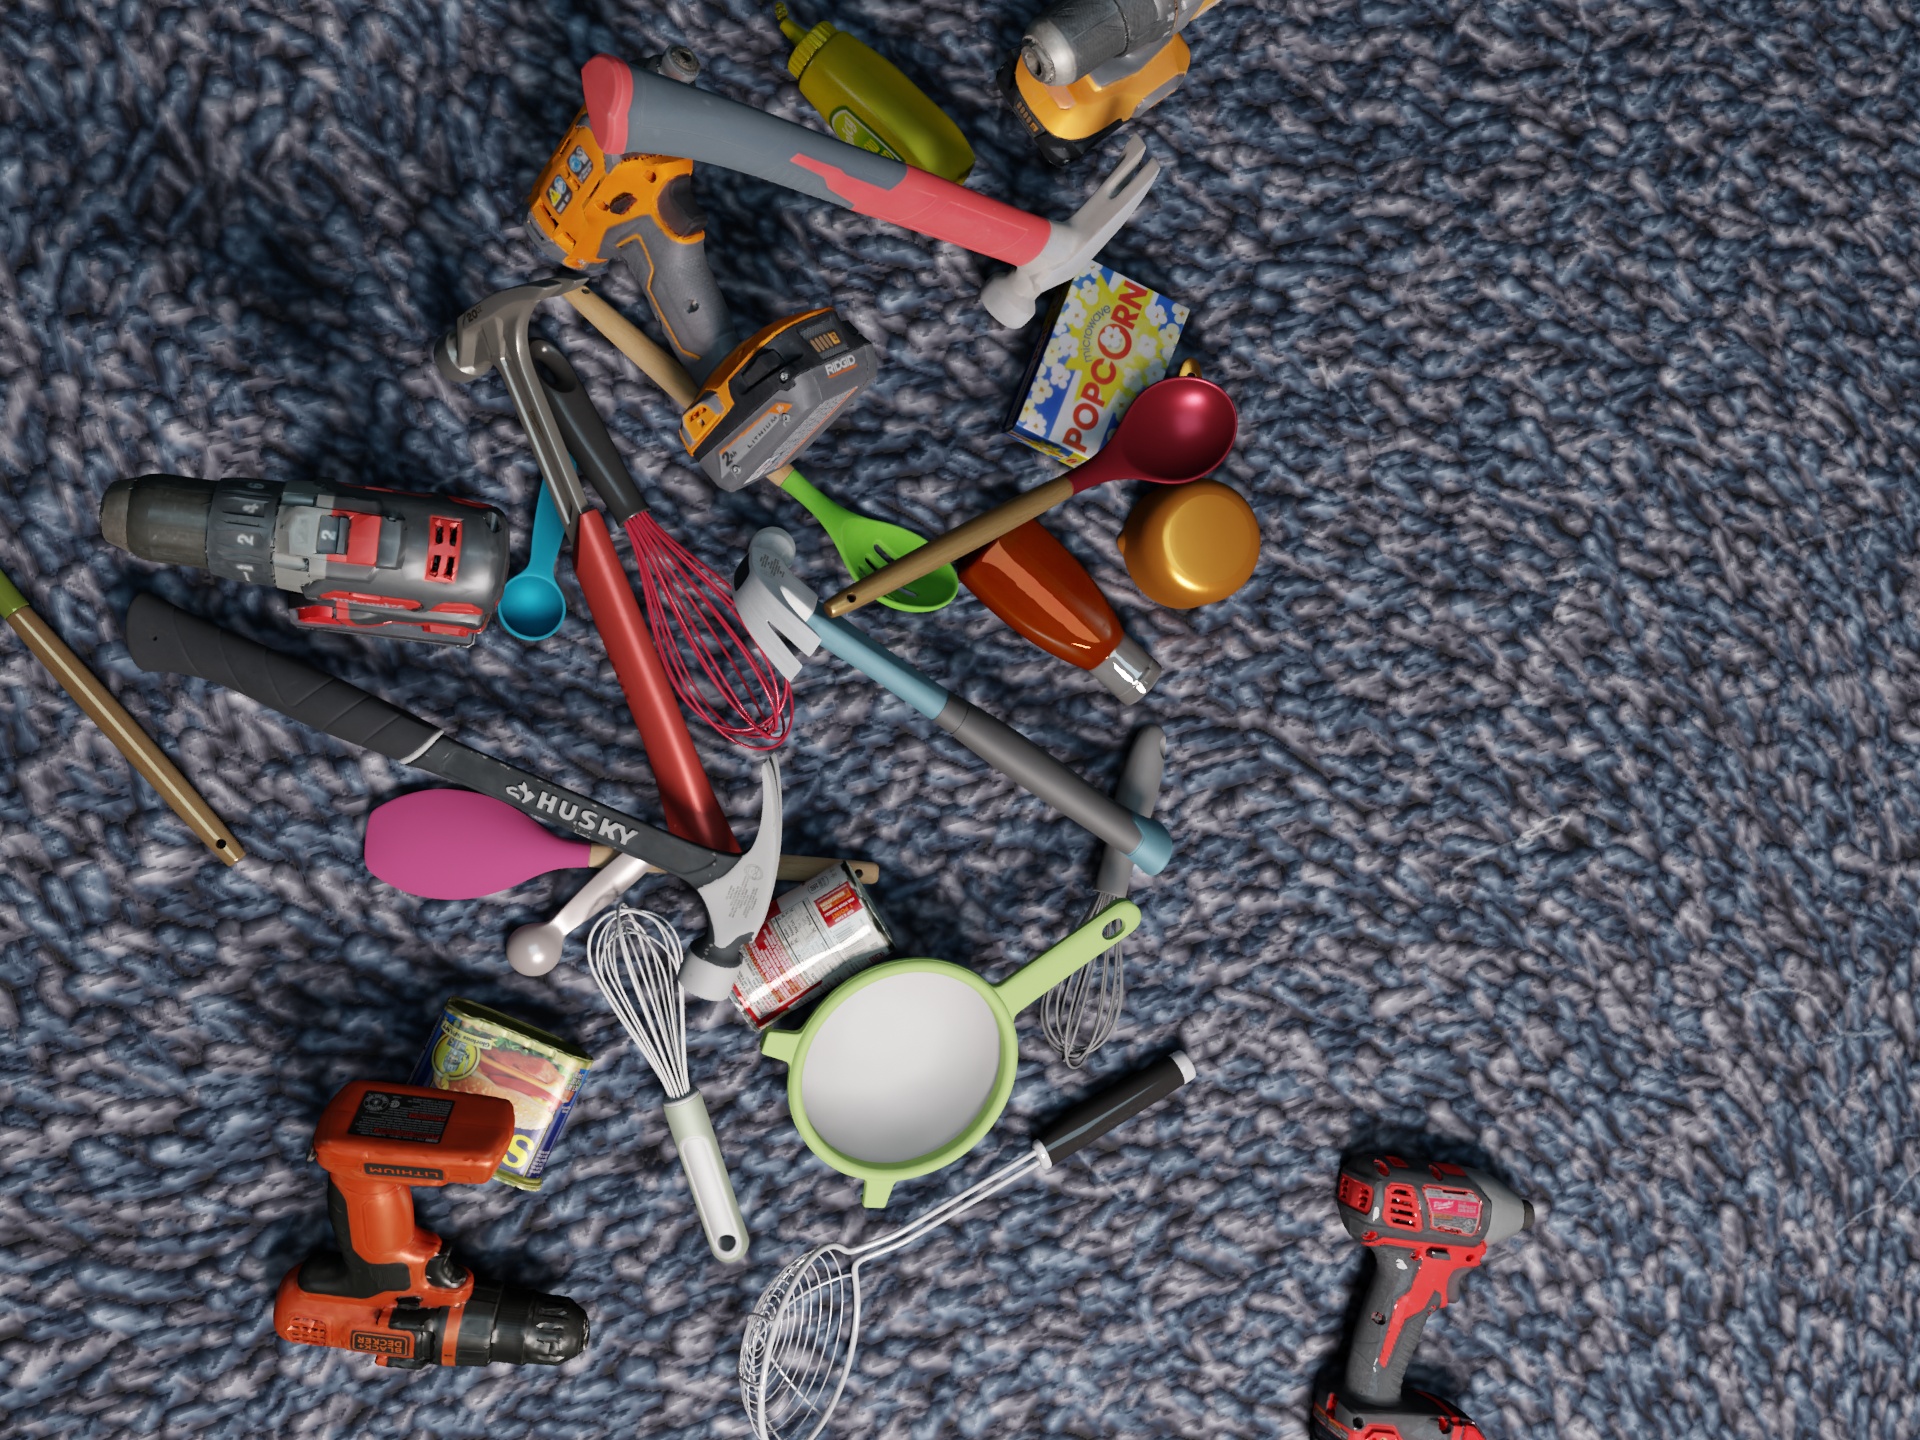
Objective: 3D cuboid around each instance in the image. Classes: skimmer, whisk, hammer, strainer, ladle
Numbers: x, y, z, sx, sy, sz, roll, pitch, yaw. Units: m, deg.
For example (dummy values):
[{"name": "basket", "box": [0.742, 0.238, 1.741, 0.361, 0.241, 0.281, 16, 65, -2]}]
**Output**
[{"name": "skimmer", "box": [0.016, 0.333, 1.029, 0.363, 0.090, 0.127, -28, 131, -15]}, {"name": "whisk", "box": [-0.178, 0.230, 1.001, 0.058, 0.059, 0.246, -16, 99, -2]}, {"name": "hammer", "box": [-0.295, 0.019, 0.930, 0.409, 0.036, 0.149, 24, 102, -1]}, {"name": "strainer", "box": [0.000, 0.184, 1.028, 0.256, 0.069, 0.151, -33, 113, -10]}, {"name": "ladle", "box": [0.048, -0.137, 1.005, 0.315, 0.031, 0.069, -30, 93, -22]}, {"name": "whisk", "box": [-0.192, -0.109, 0.991, 0.073, 0.073, 0.296, -32, 92, -12]}, {"name": "hammer", "box": [-0.002, -0.003, 1.005, 0.331, 0.128, 0.033, 34, 112, -13]}, {"name": "hammer", "box": [-0.204, -0.077, 0.943, 0.037, 0.149, 0.359, -30, 105, -39]}, {"name": "hammer", "box": [-0.039, -0.310, 0.886, 0.386, 0.143, 0.038, -2, 57, -51]}, {"name": "ladle", "box": [-0.523, -0.041, 0.907, 0.078, 0.062, 0.320, -39, 102, -11]}, {"name": "whisk", "box": [0.103, 0.117, 1.074, 0.055, 0.055, 0.239, 18, 81, -14]}]

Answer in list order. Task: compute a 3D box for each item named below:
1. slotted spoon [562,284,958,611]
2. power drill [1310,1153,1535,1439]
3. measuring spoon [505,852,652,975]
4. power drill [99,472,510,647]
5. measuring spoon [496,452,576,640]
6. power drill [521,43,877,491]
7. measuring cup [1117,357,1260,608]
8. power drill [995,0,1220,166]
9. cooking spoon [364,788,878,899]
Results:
[{"name": "slotted spoon", "box": [-0.130, -0.174, 1.018, 0.313, 0.031, 0.070, 41, 46, -8]}, {"name": "power drill", "box": [0.328, 0.421, 1.119, 0.143, 0.078, 0.220, 10, 85, -15]}, {"name": "measuring spoon", "box": [-0.231, 0.115, 0.989, 0.124, 0.018, 0.034, -41, 111, 0]}, {"name": "power drill", "box": [-0.340, -0.091, 0.863, 0.187, 0.227, 0.080, 6, 89, -15]}, {"name": "measuring spoon", "box": [-0.261, -0.111, 0.995, 0.042, 0.021, 0.129, 15, 77, -27]}, {"name": "power drill", "box": [-0.151, -0.267, 0.932, 0.226, 0.164, 0.084, 54, 46, -1]}, {"name": "measuring cup", "box": [0.161, -0.163, 1.080, 0.095, 0.052, 0.173, 2, 92, -14]}, {"name": "power drill", "box": [0.092, -0.417, 0.971, 0.185, 0.226, 0.084, -38, 99, -11]}, {"name": "cooking spoon", "box": [-0.208, 0.086, 1.006, 0.318, 0.017, 0.069, 5, 92, -14]}]
